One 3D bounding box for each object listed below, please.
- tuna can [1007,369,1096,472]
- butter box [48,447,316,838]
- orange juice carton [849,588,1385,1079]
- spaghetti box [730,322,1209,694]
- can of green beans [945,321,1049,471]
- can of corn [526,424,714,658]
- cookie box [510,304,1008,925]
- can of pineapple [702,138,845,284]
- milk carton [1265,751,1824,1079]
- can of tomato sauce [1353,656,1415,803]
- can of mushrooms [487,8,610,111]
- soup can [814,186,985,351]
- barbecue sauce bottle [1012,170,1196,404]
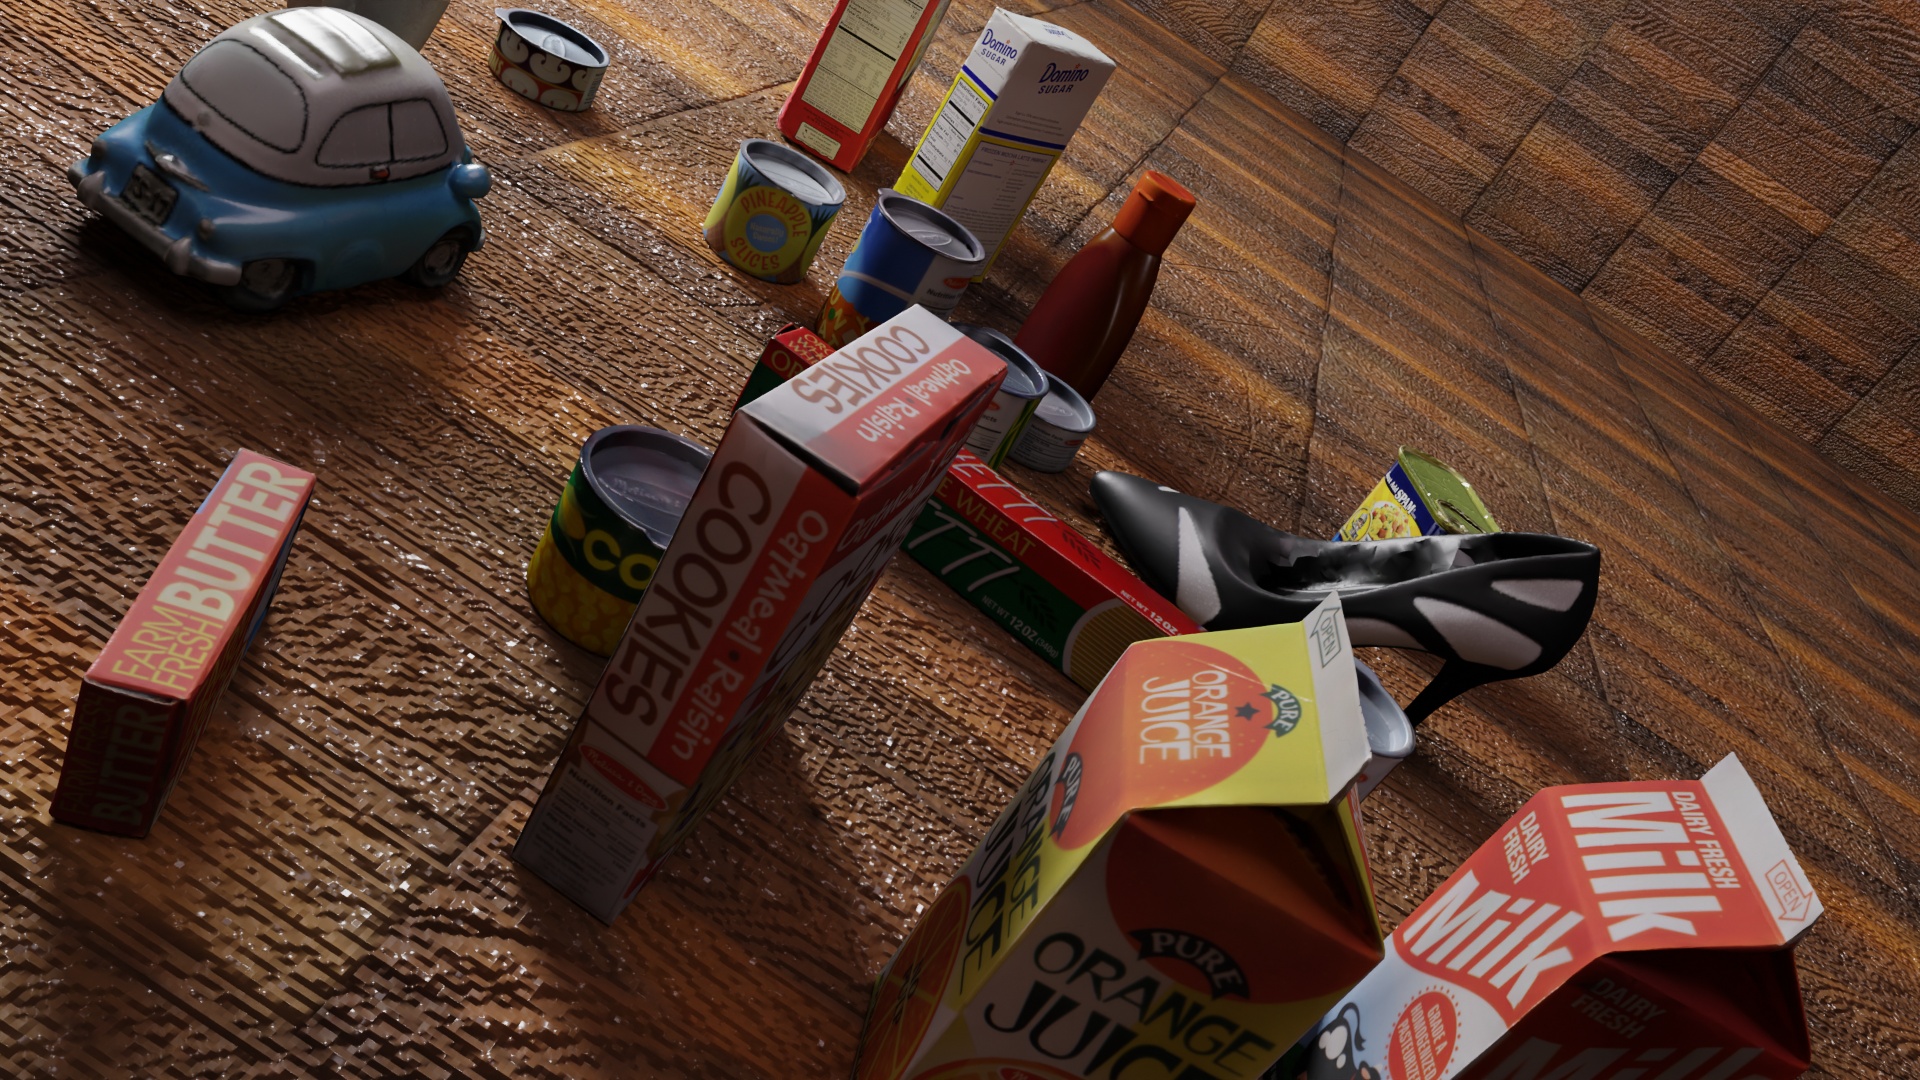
[{"bbox_3d":[0.041,-0.073,0.799,0.071,0.032,0.071,25,29,-15],"label":"tuna can"},{"bbox_3d":[-0.206,0.025,0.374,0.024,0.053,0.104,22,30,-19],"label":"butter box"},{"bbox_3d":[0.045,0.100,0.364,0.073,0.191,0.072,29,28,-7],"label":"orange juice carton"},{"bbox_3d":[0.002,-0.008,0.640,0.250,0.050,0.029,37,28,8],"label":"spaghetti box"},{"bbox_3d":[0.005,-0.074,0.737,0.071,0.057,0.071,25,29,-15],"label":"can of green beans"},{"bbox_3d":[-0.114,0.003,0.496,0.071,0.058,0.071,25,29,-15],"label":"can of corn"},{"bbox_3d":[-0.057,0.018,0.415,0.040,0.166,0.123,35,28,3],"label":"cookie box"},{"bbox_3d":[-0.109,-0.189,0.804,0.071,0.057,0.071,25,29,-15],"label":"can of pineapple"},{"bbox_3d":[0.179,0.148,0.426,0.073,0.189,0.073,29,28,-7],"label":"milk carton"},{"bbox_3d":[0.138,0.092,0.585,0.071,0.082,0.071,25,29,-15],"label":"can of tomato sauce"},{"bbox_3d":[-0.253,-0.294,0.847,0.071,0.033,0.071,25,29,-15],"label":"can of mushrooms"},{"bbox_3d":[-0.037,-0.142,0.776,0.071,0.083,0.072,25,29,-15],"label":"soup can"},{"bbox_3d":[0.089,-0.155,0.854,0.044,0.148,0.065,-4,45,-49],"label":"barbecue sauce bottle"}]
